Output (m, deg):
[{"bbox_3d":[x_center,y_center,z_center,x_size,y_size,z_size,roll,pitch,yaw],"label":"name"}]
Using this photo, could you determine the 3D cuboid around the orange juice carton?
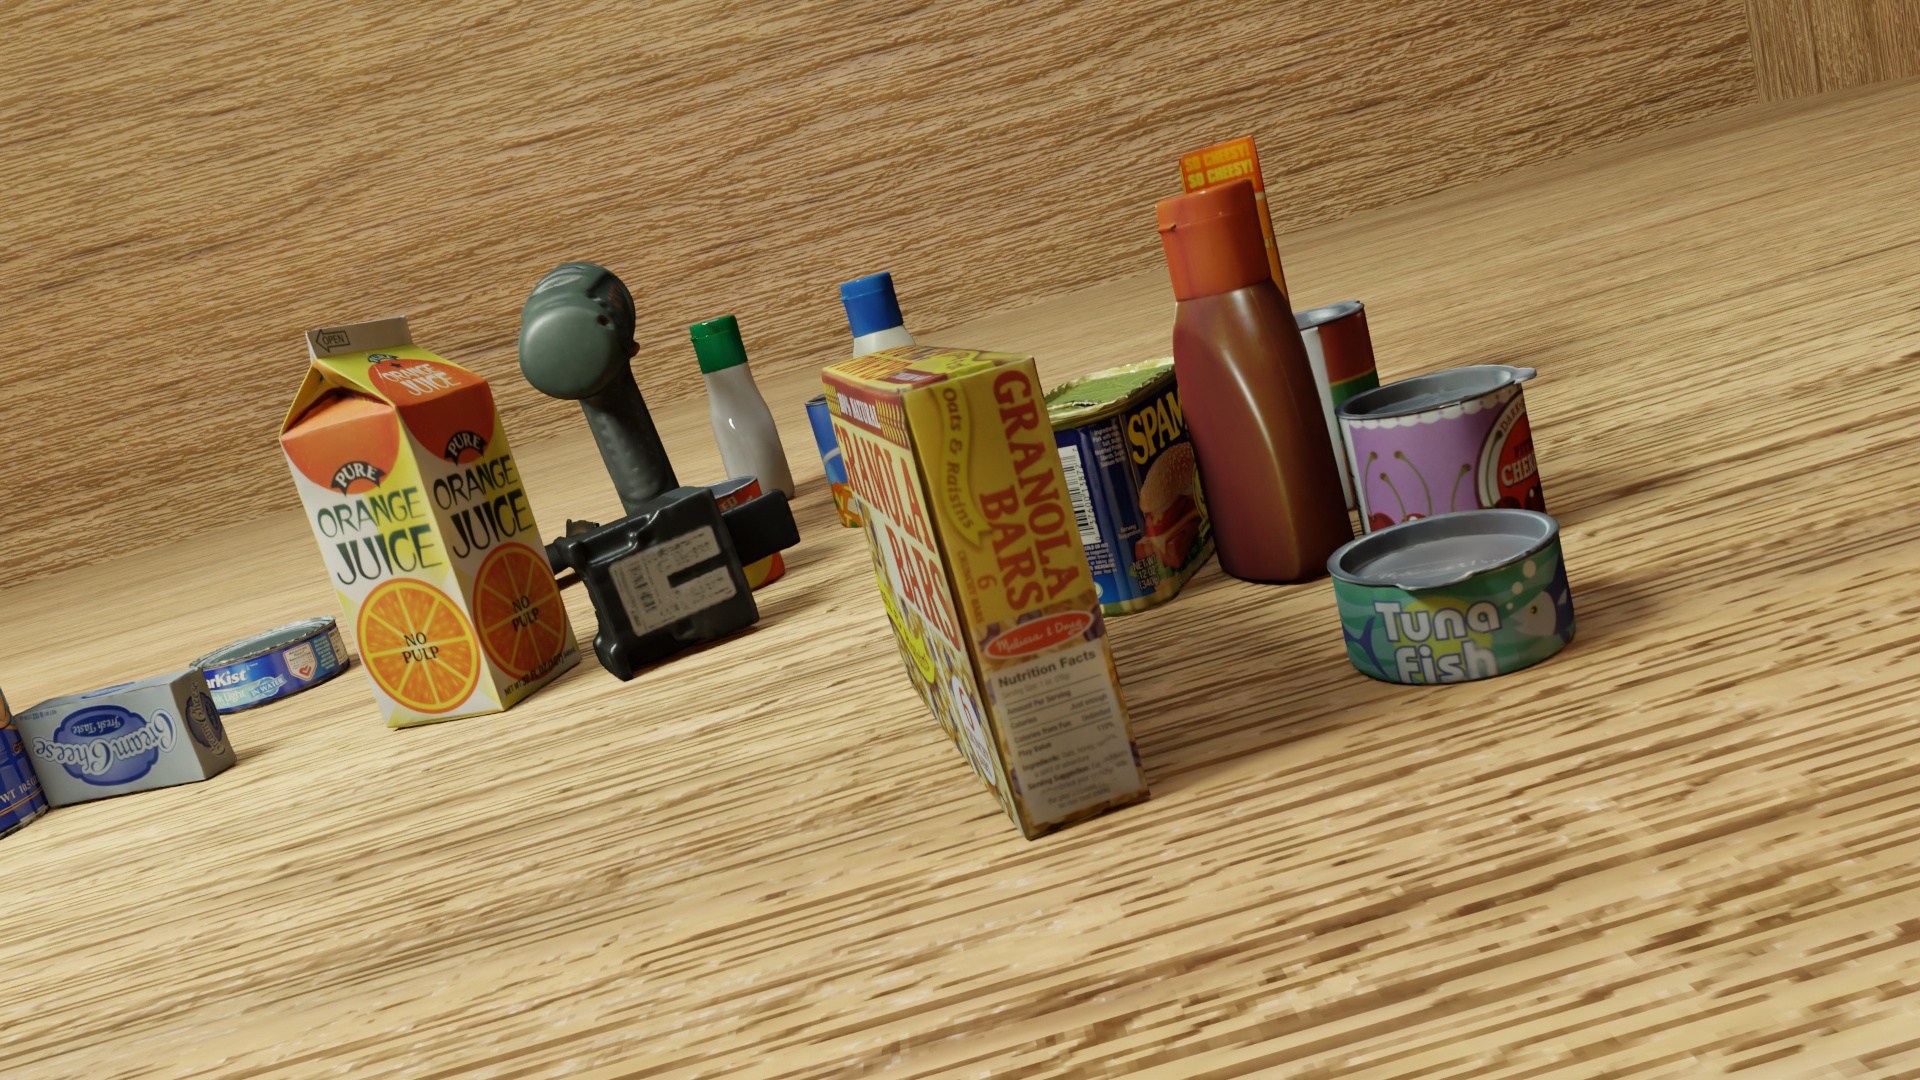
[{"bbox_3d":[-0.261,-0.013,0.676,0.073,0.192,0.072,-11,12,20],"label":"orange juice carton"}]

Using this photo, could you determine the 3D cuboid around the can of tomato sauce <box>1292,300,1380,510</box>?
[{"bbox_3d":[0.156,-0.058,0.621,0.071,0.083,0.071,-15,11,3],"label":"can of tomato sauce"}]

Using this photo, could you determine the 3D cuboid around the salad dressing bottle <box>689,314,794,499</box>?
[{"bbox_3d":[-0.170,-0.098,1.067,0.044,0.147,0.064,-22,13,-28],"label":"salad dressing bottle"}]

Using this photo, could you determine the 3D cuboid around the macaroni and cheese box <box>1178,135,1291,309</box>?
[{"bbox_3d":[0.153,-0.126,0.734,0.040,0.166,0.124,-13,12,14],"label":"macaroni and cheese box"}]

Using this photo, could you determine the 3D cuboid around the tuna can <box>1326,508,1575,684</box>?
[{"bbox_3d":[0.145,0.016,0.410,0.071,0.032,0.071,-15,12,3],"label":"tuna can"}]

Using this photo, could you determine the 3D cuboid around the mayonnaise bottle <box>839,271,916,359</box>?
[{"bbox_3d":[-0.046,-0.110,0.964,0.041,0.147,0.065,-20,12,-21],"label":"mayonnaise bottle"}]

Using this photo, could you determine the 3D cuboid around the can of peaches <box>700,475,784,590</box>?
[{"bbox_3d":[-0.138,0.000,0.788,0.071,0.058,0.071,-15,11,3],"label":"can of peaches"}]

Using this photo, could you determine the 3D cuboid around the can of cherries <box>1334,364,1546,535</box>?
[{"bbox_3d":[0.179,-0.028,0.511,0.071,0.058,0.071,-15,11,3],"label":"can of cherries"}]

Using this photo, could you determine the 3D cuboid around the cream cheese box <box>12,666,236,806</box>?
[{"bbox_3d":[-0.419,0.100,0.698,0.104,0.053,0.024,-12,12,17],"label":"cream cheese box"}]

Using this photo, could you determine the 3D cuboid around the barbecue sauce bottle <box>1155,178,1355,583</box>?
[{"bbox_3d":[0.108,-0.060,0.528,0.044,0.148,0.065,-19,12,-18],"label":"barbecue sauce bottle"}]

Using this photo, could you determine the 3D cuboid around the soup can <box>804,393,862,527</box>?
[{"bbox_3d":[-0.058,-0.057,0.892,0.071,0.083,0.071,-15,11,3],"label":"soup can"}]

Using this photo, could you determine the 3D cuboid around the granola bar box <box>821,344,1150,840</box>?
[{"bbox_3d":[-0.001,0.004,0.431,0.039,0.124,0.166,-17,12,-10],"label":"granola bar box"}]
